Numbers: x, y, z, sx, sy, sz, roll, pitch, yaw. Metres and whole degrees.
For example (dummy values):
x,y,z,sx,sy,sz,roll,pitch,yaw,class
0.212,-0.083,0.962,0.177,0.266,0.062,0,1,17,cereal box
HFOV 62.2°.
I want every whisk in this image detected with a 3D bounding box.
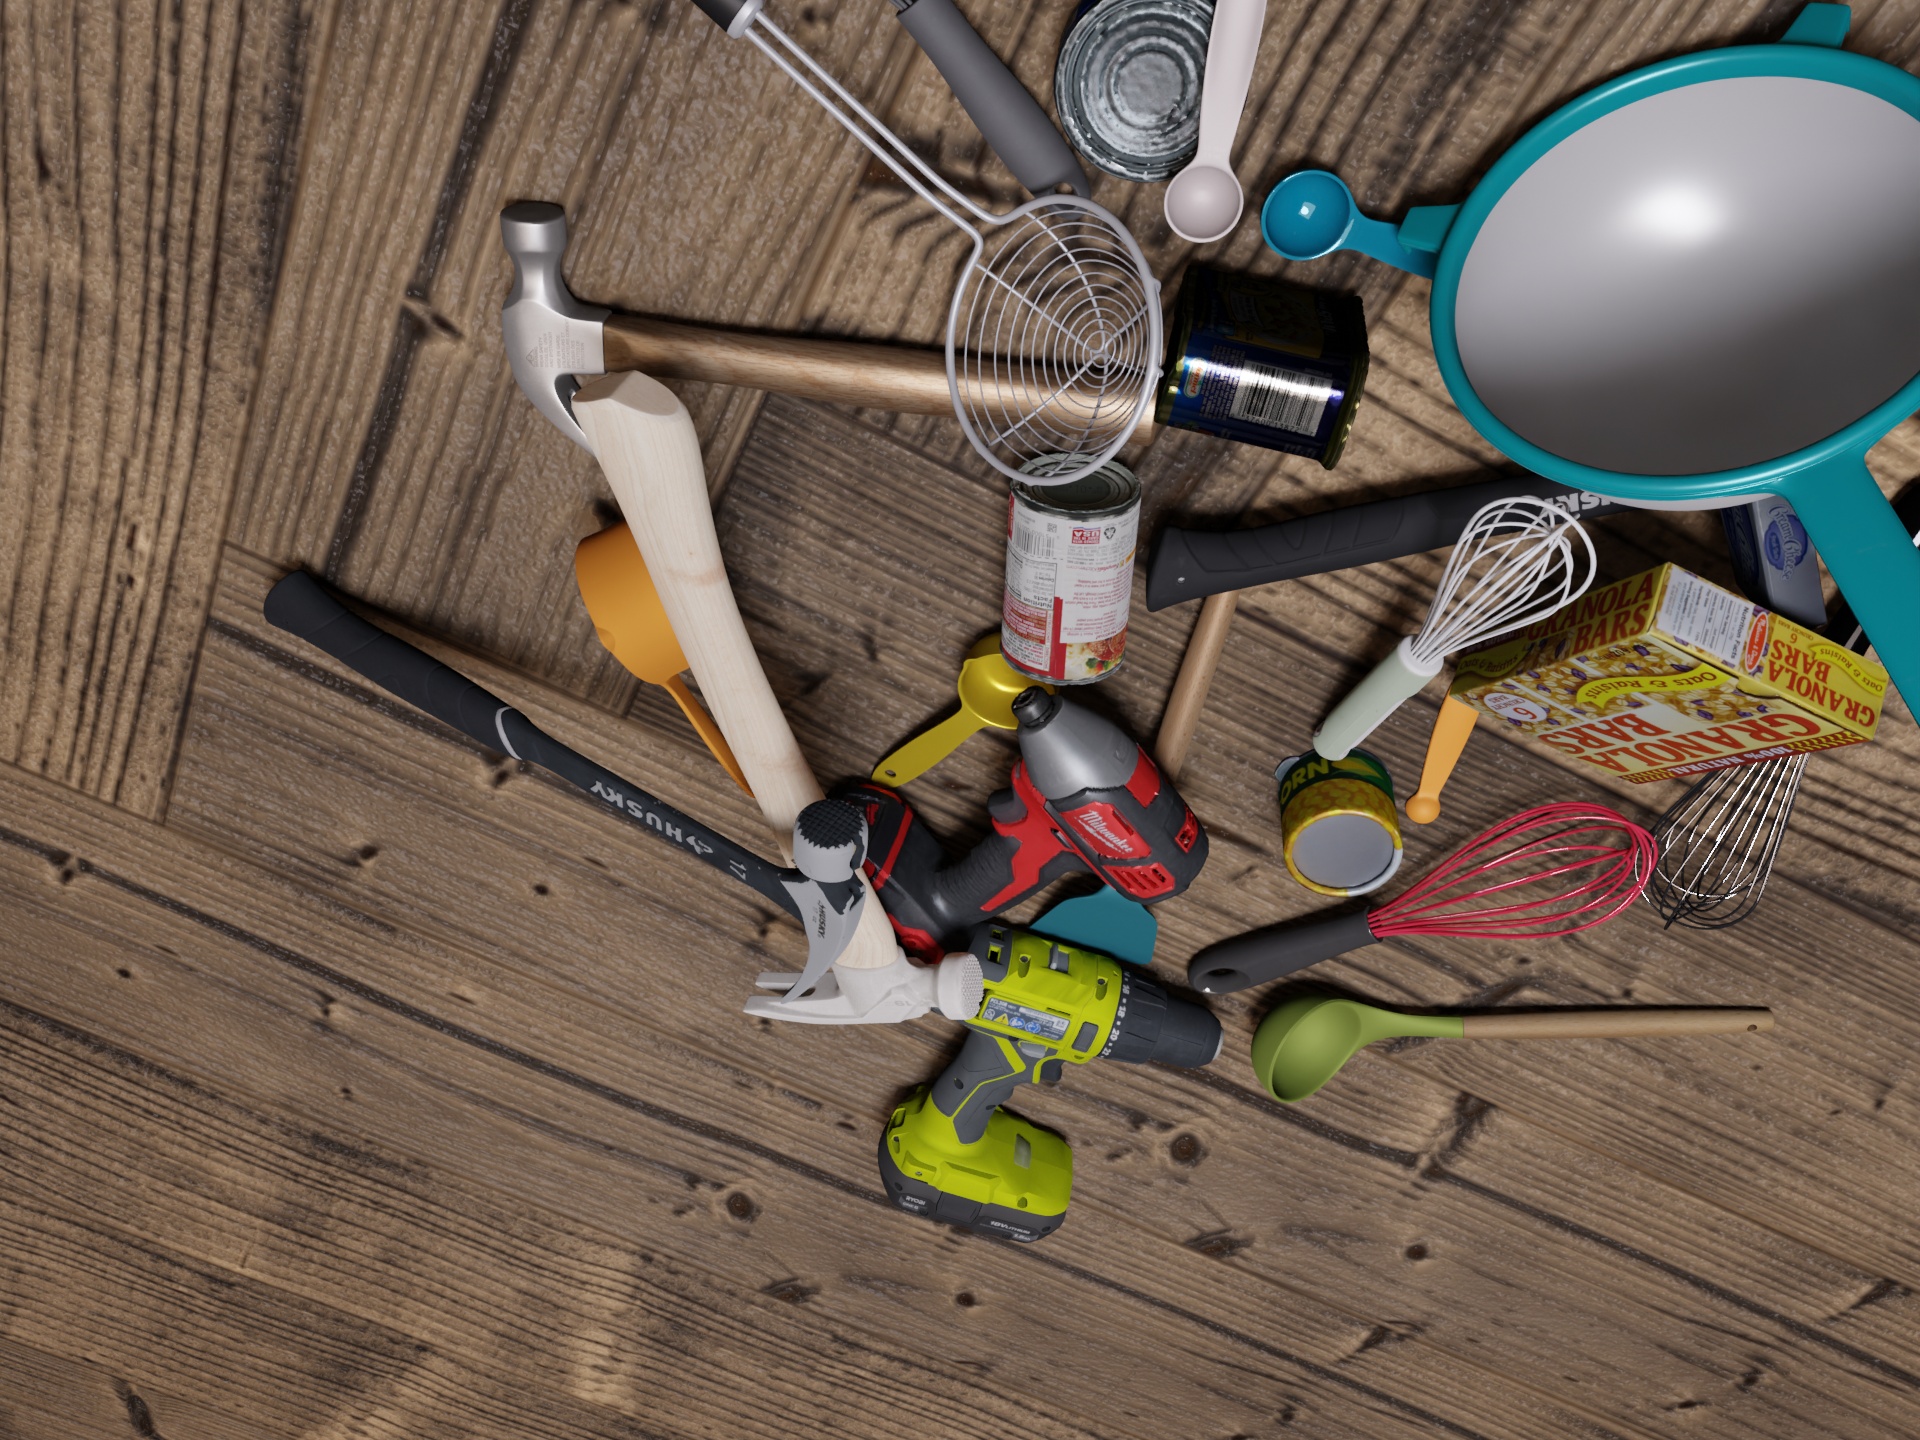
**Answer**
x,y,z,sx,sy,sz,roll,pitch,yaw,class
0.264,0.115,0.947,0.296,0.073,0.073,-24,119,31,whisk
0.236,-0.036,0.797,0.059,0.058,0.246,40,152,7,whisk
-0.021,-0.308,0.687,0.055,0.055,0.238,-31,120,27,whisk
0.439,0.001,0.838,0.070,0.070,0.284,14,122,-2,whisk

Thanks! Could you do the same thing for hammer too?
x,y,z,sx,sy,sz,roll,pitch,yaw,class
-0.065,-0.173,0.799,0.331,0.031,0.130,8,126,2,hammer
-0.225,0.018,0.865,0.409,0.036,0.149,27,139,18,hammer
0.256,-0.099,0.793,0.335,0.035,0.146,-11,123,12,hammer
-0.112,0.011,0.833,0.146,0.038,0.410,-5,126,21,hammer

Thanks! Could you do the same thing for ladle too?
x,y,z,sx,sy,sz,roll,pitch,yaw,class
0.343,0.200,0.995,0.320,0.062,0.078,-3,126,7,ladle

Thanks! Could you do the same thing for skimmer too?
x,y,z,sx,sy,sz,roll,pitch,yaw,class
-0.057,-0.253,0.691,0.363,0.090,0.127,40,133,-14,skimmer

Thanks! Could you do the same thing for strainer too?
x,y,z,sx,sy,sz,roll,pitch,yaw,class
0.327,-0.114,0.638,0.211,0.341,0.095,-24,150,18,strainer

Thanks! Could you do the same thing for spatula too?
x,y,z,sx,sy,sz,roll,pitch,yaw,class
0.113,0.031,0.928,0.082,0.044,0.317,15,122,-1,spatula

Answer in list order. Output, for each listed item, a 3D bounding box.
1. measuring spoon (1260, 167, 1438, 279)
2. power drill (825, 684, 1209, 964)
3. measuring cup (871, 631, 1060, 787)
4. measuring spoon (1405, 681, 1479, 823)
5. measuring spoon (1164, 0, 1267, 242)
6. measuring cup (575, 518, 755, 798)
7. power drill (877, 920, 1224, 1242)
x,y,z,sx,sy,sz,roll,pitch,yaw,class
0.198,-0.224,0.736,0.128,0.021,0.042,13,127,-13,measuring spoon
0.016,0.063,0.908,0.219,0.079,0.143,-24,119,34,power drill
-0.001,-0.003,0.924,0.062,0.029,0.156,36,135,-20,measuring cup
0.275,0.014,0.896,0.021,0.011,0.116,10,126,1,measuring spoon
0.112,-0.267,0.675,0.034,0.018,0.124,9,120,1,measuring spoon
-0.139,-0.036,0.867,0.052,0.095,0.173,-27,110,14,measuring cup
0.051,0.242,1.057,0.190,0.080,0.228,18,124,-4,power drill
